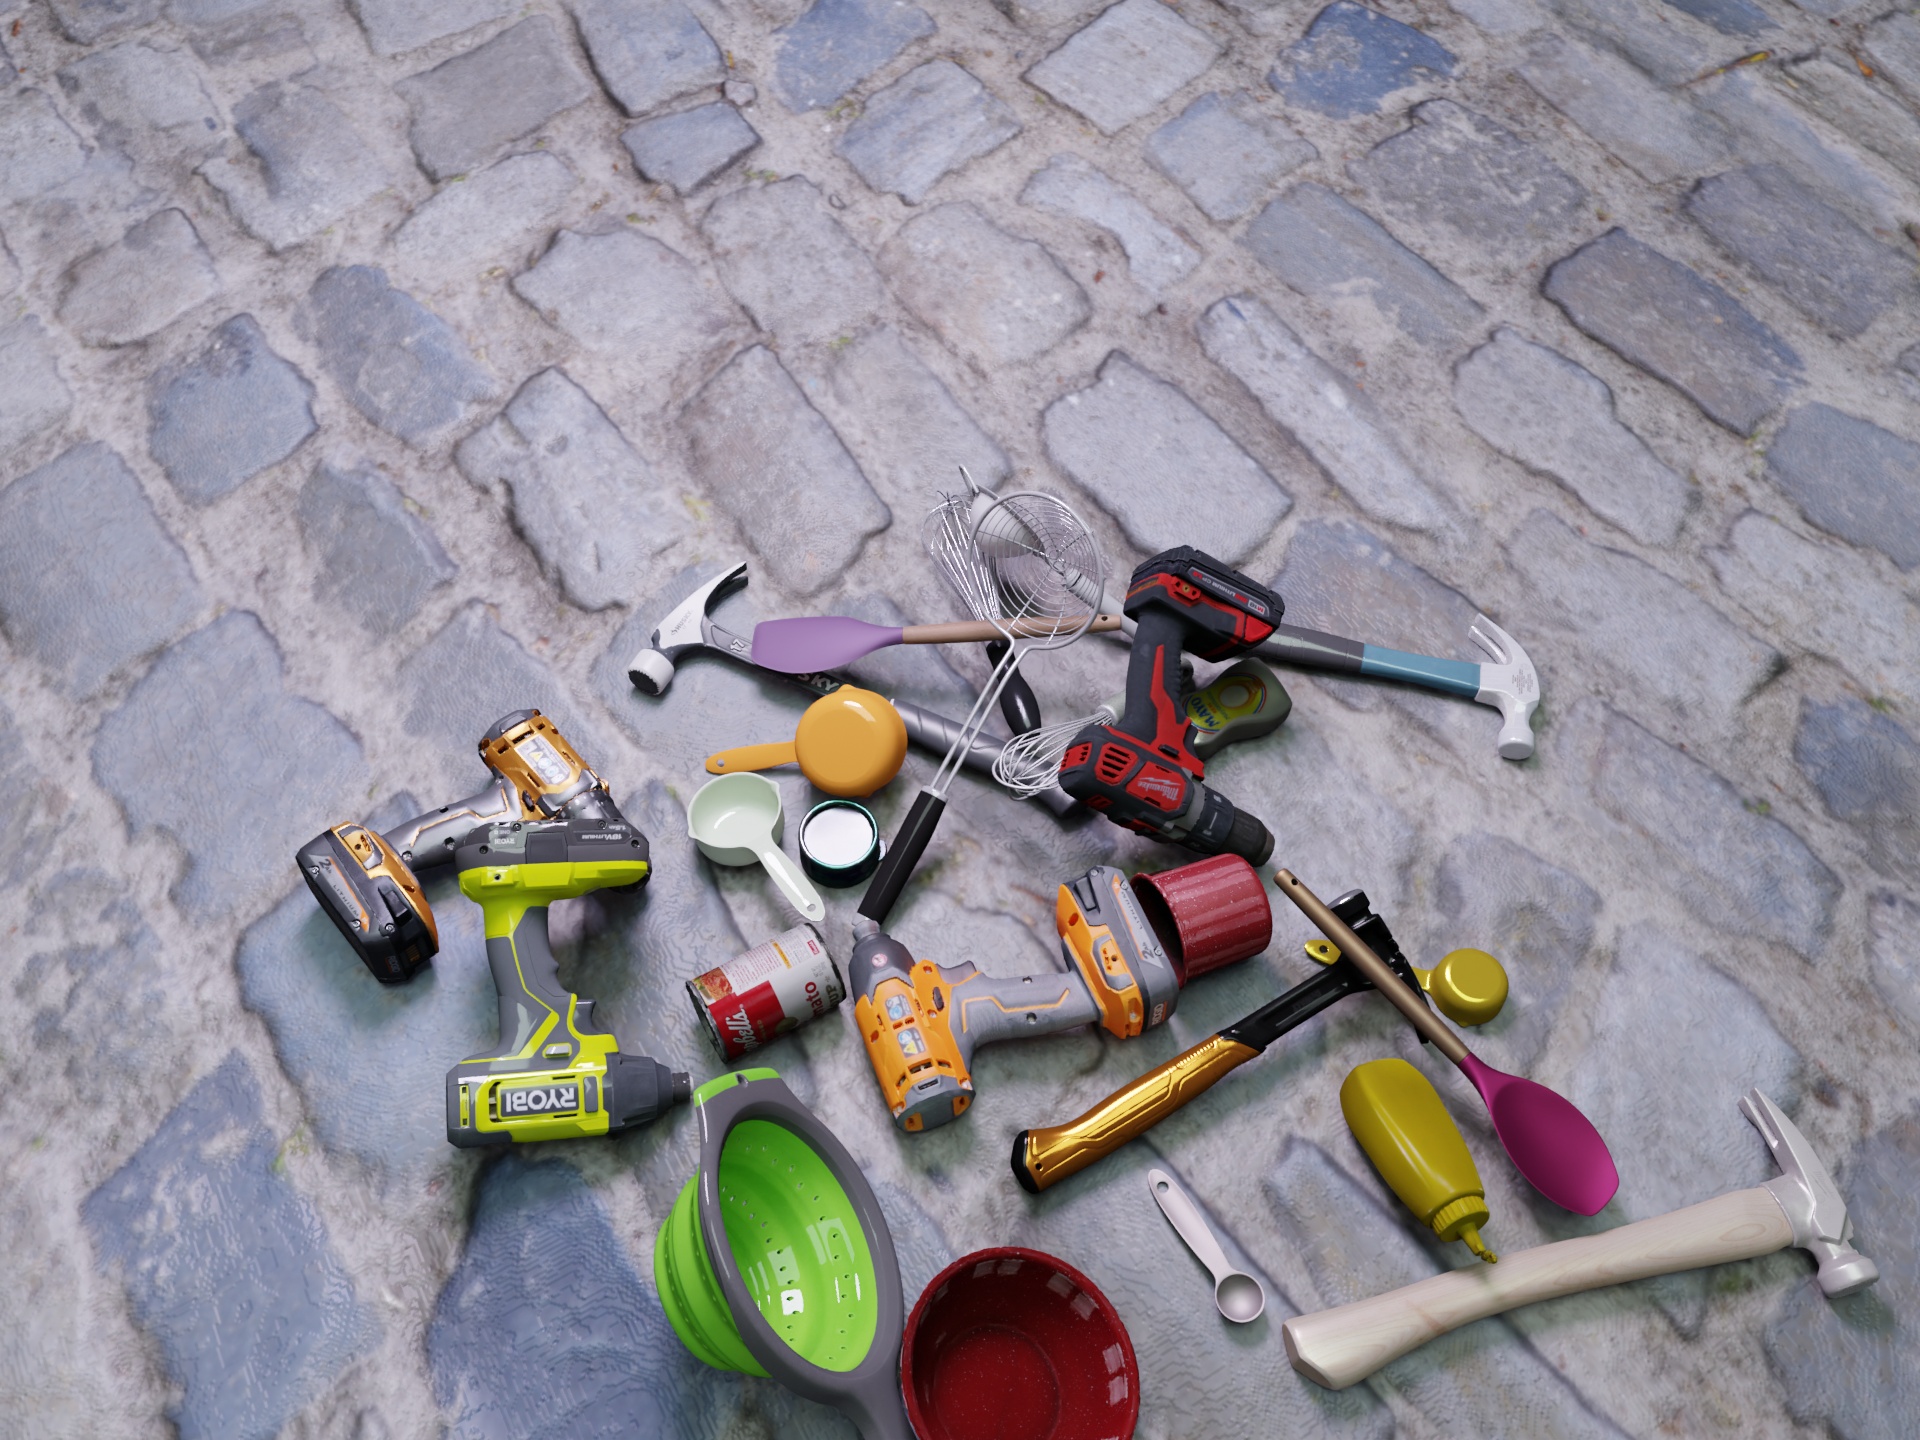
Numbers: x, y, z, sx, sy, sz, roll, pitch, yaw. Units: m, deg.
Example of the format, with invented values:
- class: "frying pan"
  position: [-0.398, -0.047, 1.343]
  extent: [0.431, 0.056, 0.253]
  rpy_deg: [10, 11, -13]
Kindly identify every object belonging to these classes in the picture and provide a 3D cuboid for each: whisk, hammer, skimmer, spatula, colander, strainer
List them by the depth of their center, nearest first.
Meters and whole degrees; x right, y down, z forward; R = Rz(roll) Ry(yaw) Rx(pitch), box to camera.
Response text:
- class: "colander"
  position: [-0.096, 0.426, 1.022]
  extent: [0.094, 0.204, 0.397]
  rpy_deg: [-32, 75, 17]
- class: "hammer"
  position: [0.418, 0.372, 1.107]
  extent: [0.410, 0.038, 0.146]
  rpy_deg: [-12, 56, -9]
- class: "hammer"
  position: [0.190, 0.256, 1.168]
  extent: [0.337, 0.034, 0.127]
  rpy_deg: [-27, 81, -13]
- class: "skimmer"
  position: [-0.002, -0.004, 1.243]
  extent: [0.127, 0.090, 0.363]
  rpy_deg: [24, 81, 26]
- class: "whisk"
  position: [0.117, 0.001, 1.317]
  extent: [0.059, 0.057, 0.246]
  rpy_deg: [24, 40, 37]
- class: "spatula"
  position: [-0.023, -0.071, 1.340]
  extent: [0.316, 0.018, 0.060]
  rpy_deg: [-4, 56, 8]
- class: "hammer"
  position: [-0.072, -0.015, 1.356]
  extent: [0.409, 0.036, 0.149]
  rpy_deg: [23, 58, 13]
- class: "strainer"
  position: [0.089, -0.127, 1.386]
  extent: [0.258, 0.087, 0.050]
  rpy_deg: [36, 84, -7]
- class: "whisk"
  position: [0.023, -0.094, 1.387]
  extent: [0.070, 0.070, 0.285]
  rpy_deg: [-12, 55, -9]
- class: "hammer"
  position: [0.338, -0.057, 1.395]
  extent: [0.331, 0.033, 0.128]
  rpy_deg: [12, 57, 7]

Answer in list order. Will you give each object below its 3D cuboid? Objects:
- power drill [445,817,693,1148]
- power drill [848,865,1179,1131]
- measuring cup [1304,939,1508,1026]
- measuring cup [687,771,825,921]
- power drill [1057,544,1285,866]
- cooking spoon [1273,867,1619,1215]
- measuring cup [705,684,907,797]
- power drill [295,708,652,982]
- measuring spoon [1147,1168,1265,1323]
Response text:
- class: "power drill"
  position: [-0.284, 0.188, 1.153]
  extent: [0.171, 0.080, 0.223]
  rpy_deg: [-1, 77, -20]
- class: "power drill"
  position: [0.030, 0.192, 1.193]
  extent: [0.226, 0.084, 0.164]
  rpy_deg: [-20, 58, -10]
- class: "measuring cup"
  position: [0.346, 0.190, 1.230]
  extent: [0.156, 0.029, 0.062]
  rpy_deg: [14, 57, 7]
- class: "measuring cup"
  position: [-0.153, 0.109, 1.256]
  extent: [0.083, 0.038, 0.168]
  rpy_deg: [-31, 55, -19]
- class: "power drill"
  position: [0.190, -0.004, 1.275]
  extent: [0.187, 0.080, 0.227]
  rpy_deg: [26, 68, -18]
- class: "cooking spoon"
  position: [0.345, 0.225, 1.151]
  extent: [0.069, 0.017, 0.319]
  rpy_deg: [-37, 74, -23]
- class: "measuring cup"
  position: [-0.132, 0.025, 1.298]
  extent: [0.173, 0.052, 0.095]
  rpy_deg: [-9, 92, 8]
- class: "power drill"
  position: [-0.370, 0.109, 1.241]
  extent: [0.226, 0.084, 0.185]
  rpy_deg: [-35, 65, -27]
- class: "measuring spoon"
  position: [0.169, 0.369, 1.119]
  extent: [0.034, 0.018, 0.124]
  rpy_deg: [-25, 53, -17]
